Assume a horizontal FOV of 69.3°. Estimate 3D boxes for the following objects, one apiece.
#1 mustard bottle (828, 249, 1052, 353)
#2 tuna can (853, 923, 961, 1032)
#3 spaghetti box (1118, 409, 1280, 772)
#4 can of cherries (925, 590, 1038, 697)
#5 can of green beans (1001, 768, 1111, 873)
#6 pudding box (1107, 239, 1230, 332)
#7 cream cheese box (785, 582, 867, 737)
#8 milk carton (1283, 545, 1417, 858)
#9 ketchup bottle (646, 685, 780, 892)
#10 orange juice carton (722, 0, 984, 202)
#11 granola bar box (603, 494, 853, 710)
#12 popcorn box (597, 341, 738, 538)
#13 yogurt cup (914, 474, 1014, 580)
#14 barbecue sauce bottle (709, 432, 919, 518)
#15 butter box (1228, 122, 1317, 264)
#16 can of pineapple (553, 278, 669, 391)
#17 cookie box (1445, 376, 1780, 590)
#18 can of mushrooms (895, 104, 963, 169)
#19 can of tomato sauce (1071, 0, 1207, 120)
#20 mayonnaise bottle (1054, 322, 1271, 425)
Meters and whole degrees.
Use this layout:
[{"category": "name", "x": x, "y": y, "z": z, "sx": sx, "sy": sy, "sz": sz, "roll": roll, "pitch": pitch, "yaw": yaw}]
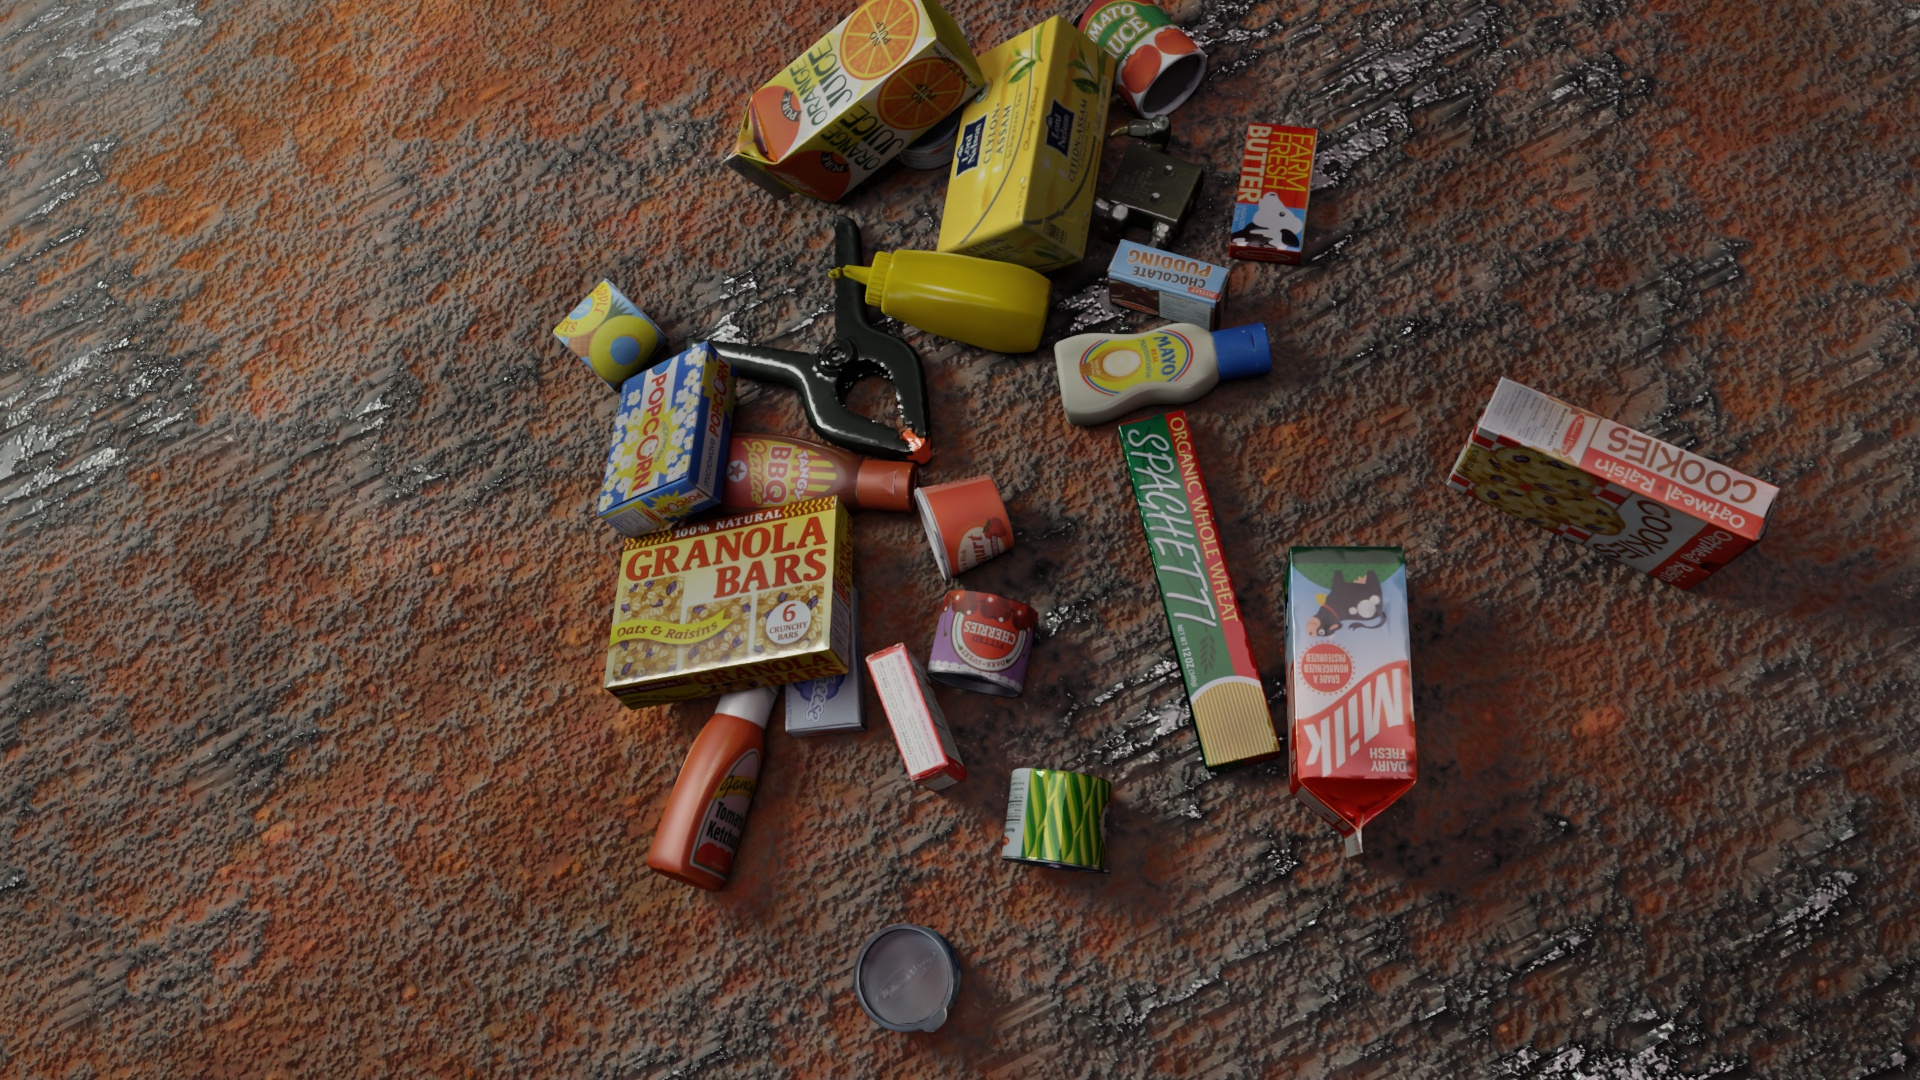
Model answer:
[{"category": "mustard bottle", "x": -0.016, "y": -0.180, "z": 1.004, "sx": 0.160, "sy": 0.065, "sz": 0.049, "roll": 14, "pitch": 61, "yaw": -2}, {"category": "tuna can", "x": -0.032, "y": 0.284, "z": 0.896, "sx": 0.071, "sy": 0.032, "sz": 0.071, "roll": -3, "pitch": 73, "yaw": 9}, {"category": "spaghetti box", "x": 0.159, "y": 0.030, "z": 0.944, "sx": 0.050, "sy": 0.028, "sz": 0.250, "roll": -14, "pitch": 72, "yaw": 4}, {"category": "can of cherries", "x": 0.016, "y": 0.069, "z": 0.934, "sx": 0.071, "sy": 0.071, "sz": 0.058, "roll": 11, "pitch": 75, "yaw": 12}, {"category": "can of green beans", "x": 0.062, "y": 0.181, "z": 0.895, "sx": 0.071, "sy": 0.071, "sz": 0.058, "roll": 5, "pitch": 74, "yaw": 11}, {"category": "pudding box", "x": 0.149, "y": -0.183, "z": 1.000, "sx": 0.084, "sy": 0.049, "sz": 0.030, "roll": 19, "pitch": 76, "yaw": 14}, {"category": "cream cheese box", "x": -0.096, "y": 0.083, "z": 0.972, "sx": 0.053, "sy": 0.024, "sz": 0.104, "roll": -7, "pitch": 72, "yaw": 7}, {"category": "milk carton", "x": 0.246, "y": 0.103, "z": 0.884, "sx": 0.073, "sy": 0.072, "sz": 0.191, "roll": 0, "pitch": 73, "yaw": 9}, {"category": "ketchup bottle", "x": -0.163, "y": 0.158, "z": 0.943, "sx": 0.043, "sy": 0.064, "sz": 0.149, "roll": 6, "pitch": 65, "yaw": 25}, {"category": "orange juice carton", "x": -0.085, "y": -0.324, "z": 1.039, "sx": 0.192, "sy": 0.072, "sz": 0.073, "roll": -32, "pitch": 63, "yaw": 20}, {"category": "granola bar box", "x": -0.157, "y": 0.043, "z": 0.961, "sx": 0.165, "sy": 0.039, "sz": 0.125, "roll": -11, "pitch": 56, "yaw": 14}, {"category": "popcorn box", "x": -0.209, "y": -0.072, "z": 0.998, "sx": 0.085, "sy": 0.038, "sz": 0.127, "roll": -20, "pitch": 50, "yaw": 27}, {"category": "yogurt cup", "x": 0.003, "y": -0.012, "z": 0.966, "sx": 0.054, "sy": 0.072, "sz": 0.072, "roll": -19, "pitch": 71, "yaw": -5}, {"category": "barbecue sauce bottle", "x": -0.105, "y": -0.043, "z": 1.002, "sx": 0.148, "sy": 0.043, "sz": 0.065, "roll": 4, "pitch": 80, "yaw": 10}, {"category": "butter box", "x": 0.230, "y": -0.255, "z": 1.022, "sx": 0.053, "sy": 0.024, "sz": 0.104, "roll": 8, "pitch": 75, "yaw": 11}, {"category": "can of pineapple", "x": -0.265, "y": -0.156, "z": 1.050, "sx": 0.071, "sy": 0.071, "sz": 0.058, "roll": 41, "pitch": 84, "yaw": 18}, {"category": "cookie box", "x": 0.402, "y": -0.032, "z": 0.873, "sx": 0.167, "sy": 0.122, "sz": 0.040, "roll": 26, "pitch": 81, "yaw": 16}, {"category": "can of mushrooms", "x": -0.027, "y": -0.327, "z": 1.082, "sx": 0.071, "sy": 0.033, "sz": 0.071, "roll": -3, "pitch": 73, "yaw": 9}, {"category": "can of tomato sauce", "x": 0.134, "y": -0.369, "z": 1.049, "sx": 0.071, "sy": 0.071, "sz": 0.083, "roll": -37, "pitch": 72, "yaw": -3}, {"category": "mayonnaise bottle", "x": 0.144, "y": -0.124, "z": 0.987, "sx": 0.148, "sy": 0.041, "sz": 0.065, "roll": -10, "pitch": 70, "yaw": 7}]
